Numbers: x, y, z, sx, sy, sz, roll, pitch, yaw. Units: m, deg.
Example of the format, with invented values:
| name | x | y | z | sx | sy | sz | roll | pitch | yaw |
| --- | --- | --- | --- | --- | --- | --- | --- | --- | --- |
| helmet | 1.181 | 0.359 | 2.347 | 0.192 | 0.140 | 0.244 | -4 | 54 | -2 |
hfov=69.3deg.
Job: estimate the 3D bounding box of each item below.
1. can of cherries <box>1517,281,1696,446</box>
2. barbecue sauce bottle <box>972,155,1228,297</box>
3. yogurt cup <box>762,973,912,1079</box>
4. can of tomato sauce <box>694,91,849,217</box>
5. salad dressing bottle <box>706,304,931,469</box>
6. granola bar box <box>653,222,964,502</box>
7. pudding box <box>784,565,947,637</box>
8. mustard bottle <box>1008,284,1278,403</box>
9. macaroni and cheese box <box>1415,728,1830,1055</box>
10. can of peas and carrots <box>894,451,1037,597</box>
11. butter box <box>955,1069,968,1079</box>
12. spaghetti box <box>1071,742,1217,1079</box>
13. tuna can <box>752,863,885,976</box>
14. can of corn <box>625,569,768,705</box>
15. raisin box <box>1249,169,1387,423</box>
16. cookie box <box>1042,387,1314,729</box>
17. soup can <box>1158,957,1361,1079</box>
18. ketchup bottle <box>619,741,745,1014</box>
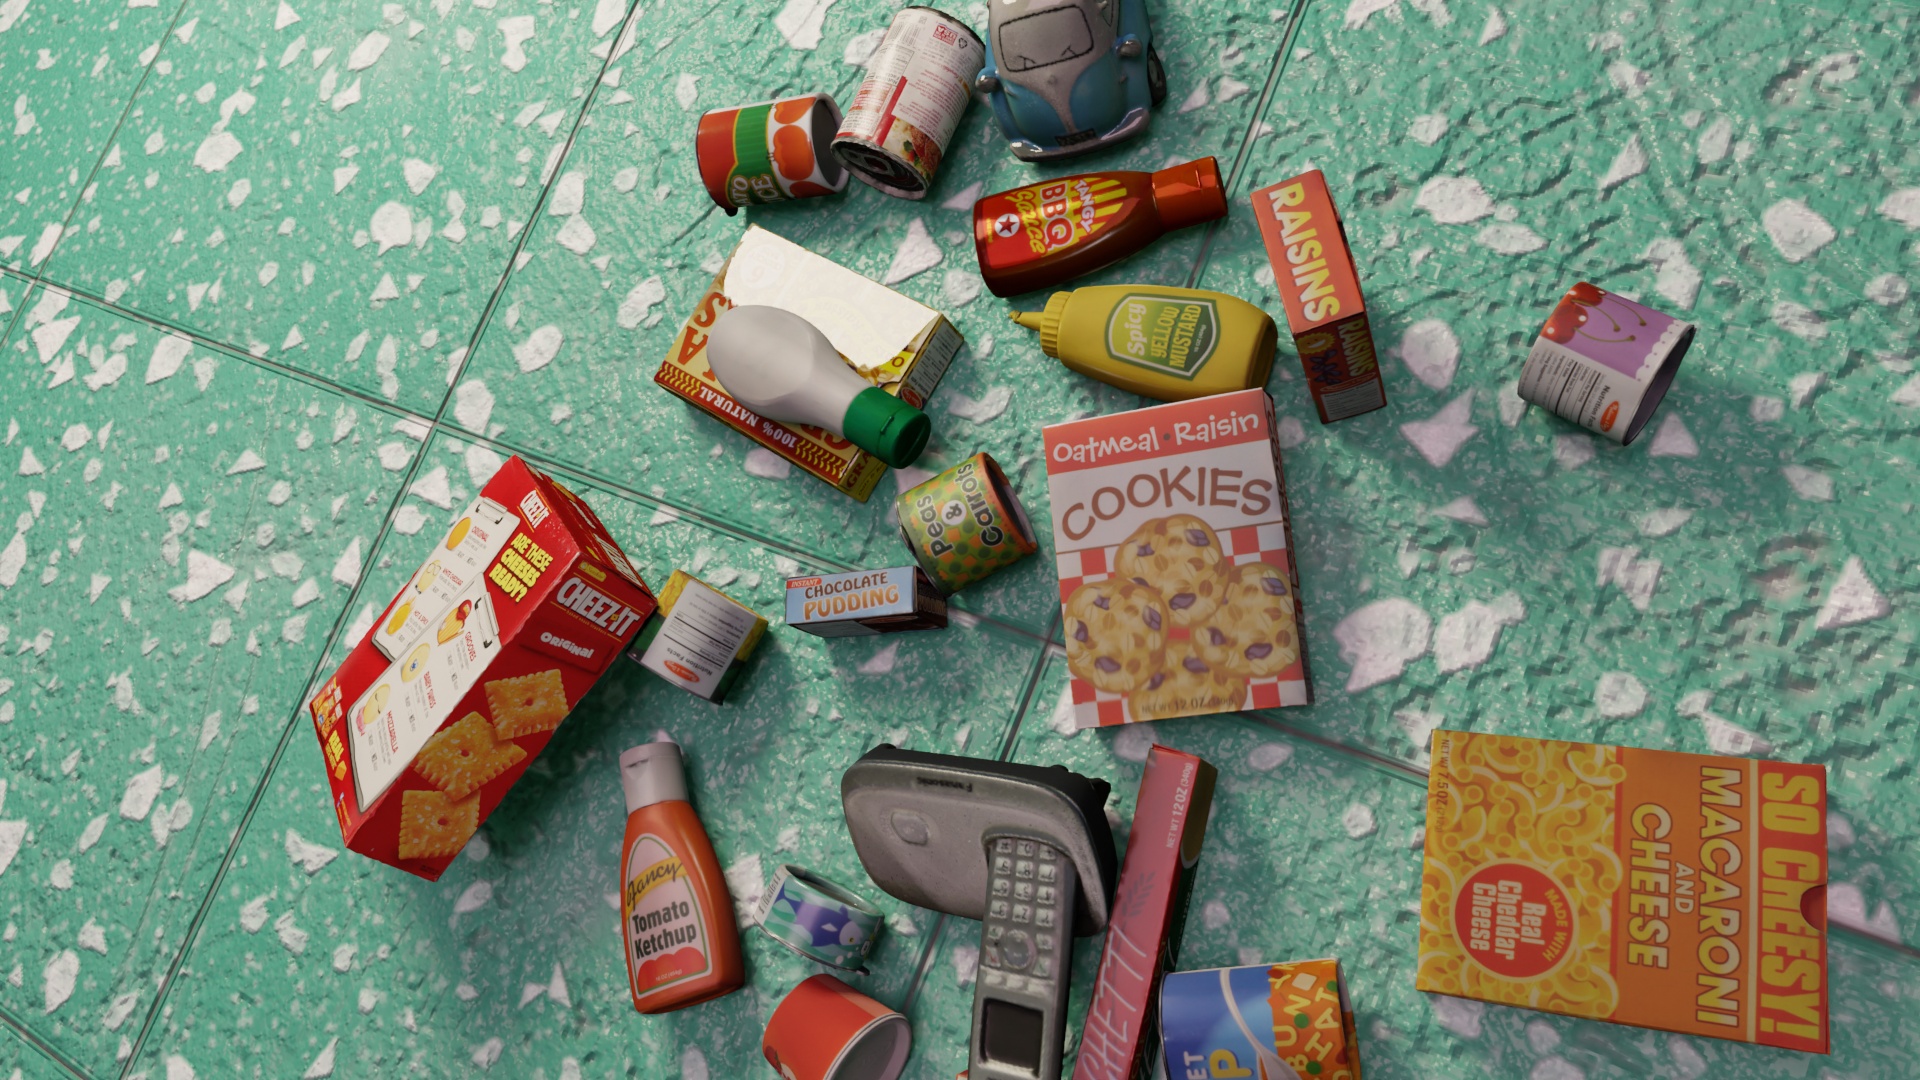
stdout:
| name | x | y | z | sx | sy | sz | roll | pitch | yaw |
| --- | --- | --- | --- | --- | --- | --- | --- | --- | --- |
| can of cherries | 0.324 | -0.091 | 0.697 | 0.058 | 0.071 | 0.071 | 32 | 87 | 27 |
| barbecue sauce bottle | 0.084 | -0.193 | 0.834 | 0.148 | 0.043 | 0.065 | -12 | 68 | 17 |
| yogurt cup | -0.067 | 0.267 | 0.733 | 0.054 | 0.072 | 0.072 | 27 | 84 | 34 |
| can of tomato sauce | -0.123 | -0.256 | 0.922 | 0.083 | 0.071 | 0.071 | -3 | 72 | 20 |
| salad dressing bottle | -0.084 | -0.090 | 0.821 | 0.148 | 0.044 | 0.064 | 32 | 87 | 26 |
| granola bar box | -0.099 | -0.116 | 0.882 | 0.166 | 0.039 | 0.124 | 29 | 86 | 27 |
| pudding box | -0.054 | 0.037 | 0.809 | 0.083 | 0.049 | 0.030 | -6 | 73 | 20 |
| mustard bottle | 0.098 | -0.116 | 0.800 | 0.160 | 0.049 | 0.065 | 13 | 82 | 24 |
| macaroni and cheese box | 0.301 | 0.158 | 0.638 | 0.166 | 0.040 | 0.124 | 3 | 75 | 22 |
| can of peas and carrots | 0.003 | -0.010 | 0.790 | 0.058 | 0.071 | 0.071 | -27 | 66 | 11 |
| butter box | 0.018 | 0.326 | 0.702 | 0.053 | 0.024 | 0.104 | 3 | 74 | 23 |
| spaghetti box | 0.085 | 0.229 | 0.693 | 0.029 | 0.050 | 0.250 | 10 | 77 | 24 |
| tuna can | -0.074 | 0.205 | 0.754 | 0.071 | 0.071 | 0.033 | 23 | 82 | 26 |
| can of corn | -0.158 | 0.057 | 0.836 | 0.071 | 0.071 | 0.058 | 27 | 84 | 26 |
| raisin box | 0.189 | -0.124 | 0.726 | 0.040 | 0.123 | 0.086 | -17 | 68 | 16 |
| cookie box | 0.115 | 0.011 | 0.745 | 0.123 | 0.040 | 0.167 | -9 | 80 | 19 |
| soup can | 0.142 | 0.237 | 0.658 | 0.084 | 0.071 | 0.071 | -11 | 70 | 17 |
| ketchup bottle | -0.169 | 0.193 | 0.807 | 0.064 | 0.043 | 0.149 | -22 | 66 | 14 |
